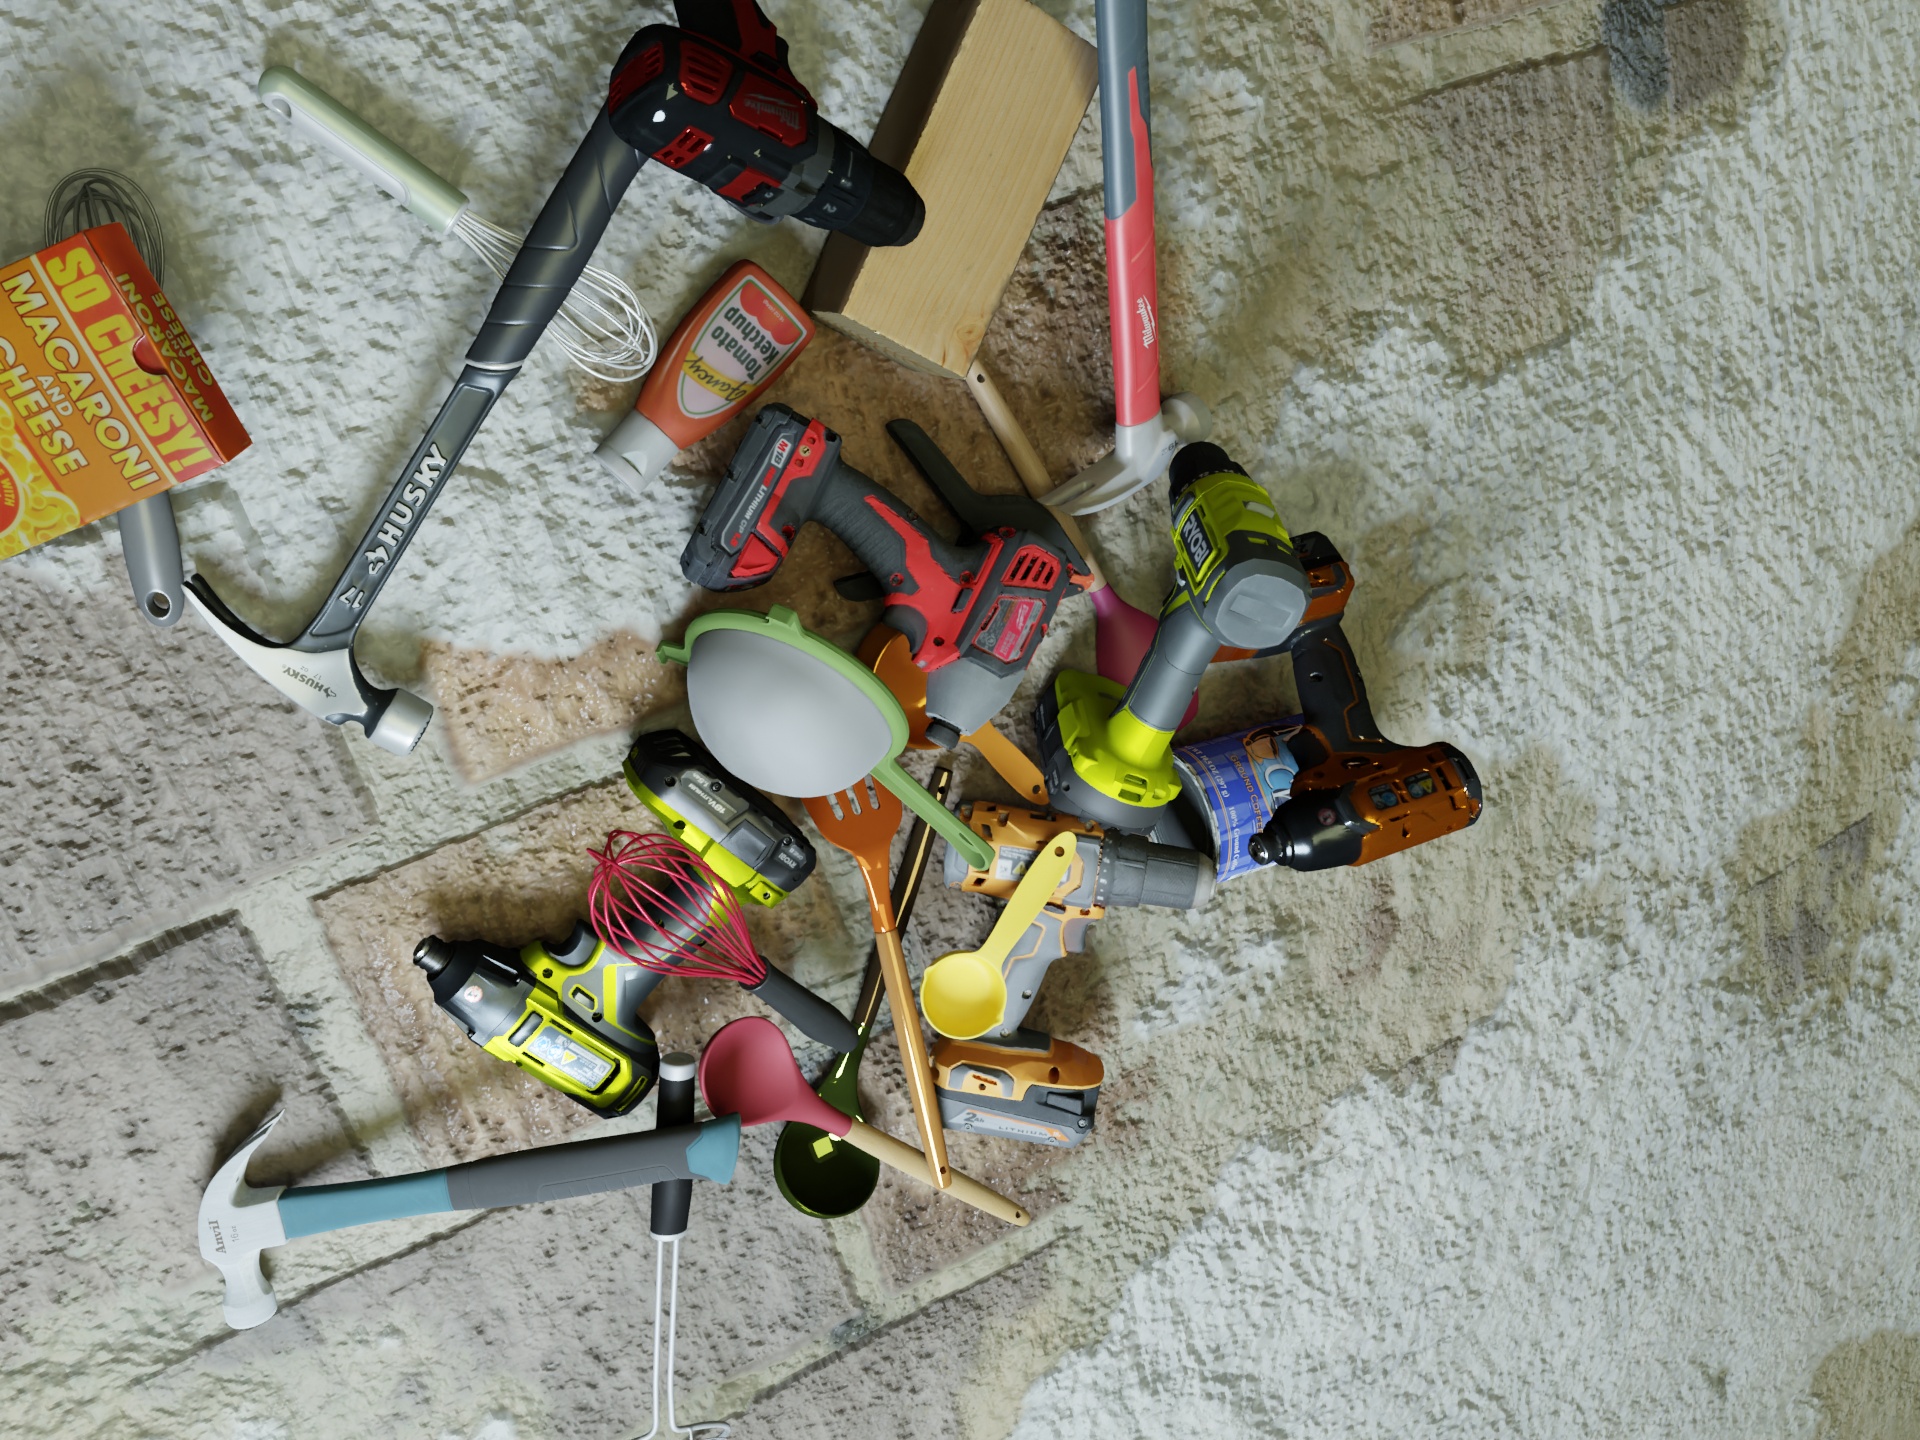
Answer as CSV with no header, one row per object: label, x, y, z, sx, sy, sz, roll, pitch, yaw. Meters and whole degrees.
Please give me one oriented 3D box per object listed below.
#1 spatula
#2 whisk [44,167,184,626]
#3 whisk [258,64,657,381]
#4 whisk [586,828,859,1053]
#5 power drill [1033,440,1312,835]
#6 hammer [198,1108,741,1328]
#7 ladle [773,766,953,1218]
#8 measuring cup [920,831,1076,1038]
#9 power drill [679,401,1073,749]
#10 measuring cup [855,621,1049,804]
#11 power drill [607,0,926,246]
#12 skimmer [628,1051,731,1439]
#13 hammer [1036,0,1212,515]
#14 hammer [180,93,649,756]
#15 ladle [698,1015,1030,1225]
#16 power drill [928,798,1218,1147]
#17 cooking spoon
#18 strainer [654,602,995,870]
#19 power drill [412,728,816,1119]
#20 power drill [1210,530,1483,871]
spatula,-0.048,0.161,1.064,0.081,0.041,0.322,-16,100,-22
whisk,-0.436,-0.165,0.837,0.055,0.055,0.238,-8,111,-22
whisk,-0.272,-0.272,0.877,0.246,0.058,0.059,35,64,-23
whisk,-0.133,0.145,0.956,0.073,0.073,0.295,-46,141,-6
power drill,0.132,-0.058,1.030,0.080,0.191,0.228,17,122,-18
hammer,-0.296,0.284,0.970,0.331,0.033,0.128,-8,104,-2
ladle,-0.055,0.187,1.093,0.078,0.062,0.320,16,95,-24
measuring cup,0.029,0.139,1.054,0.062,0.029,0.156,35,85,-6
power drill,-0.052,-0.085,0.967,0.219,0.078,0.143,28,81,-12
measuring cup,-0.002,-0.003,1.067,0.095,0.052,0.173,-48,120,-6
power drill,-0.098,-0.369,0.846,0.187,0.080,0.227,13,67,-44
skimmer,-0.207,0.380,1.057,0.127,0.090,0.363,-2,105,-29
hammer,0.090,-0.310,0.946,0.143,0.038,0.385,-35,135,-30
hammer,-0.270,-0.182,0.870,0.149,0.036,0.409,31,99,-18
ladle,-0.058,0.282,1.071,0.315,0.031,0.069,37,68,-32
power drill,0.071,0.174,1.100,0.185,0.084,0.226,8,101,3
cooking spoon,0.082,-0.112,1.091,0.069,0.017,0.318,-37,116,-8
strainer,-0.076,0.035,0.980,0.256,0.151,0.069,42,60,-26
power drill,-0.213,0.123,0.995,0.171,0.080,0.223,41,89,-28
power drill,0.232,-0.006,1.081,0.164,0.084,0.227,-17,67,-19
